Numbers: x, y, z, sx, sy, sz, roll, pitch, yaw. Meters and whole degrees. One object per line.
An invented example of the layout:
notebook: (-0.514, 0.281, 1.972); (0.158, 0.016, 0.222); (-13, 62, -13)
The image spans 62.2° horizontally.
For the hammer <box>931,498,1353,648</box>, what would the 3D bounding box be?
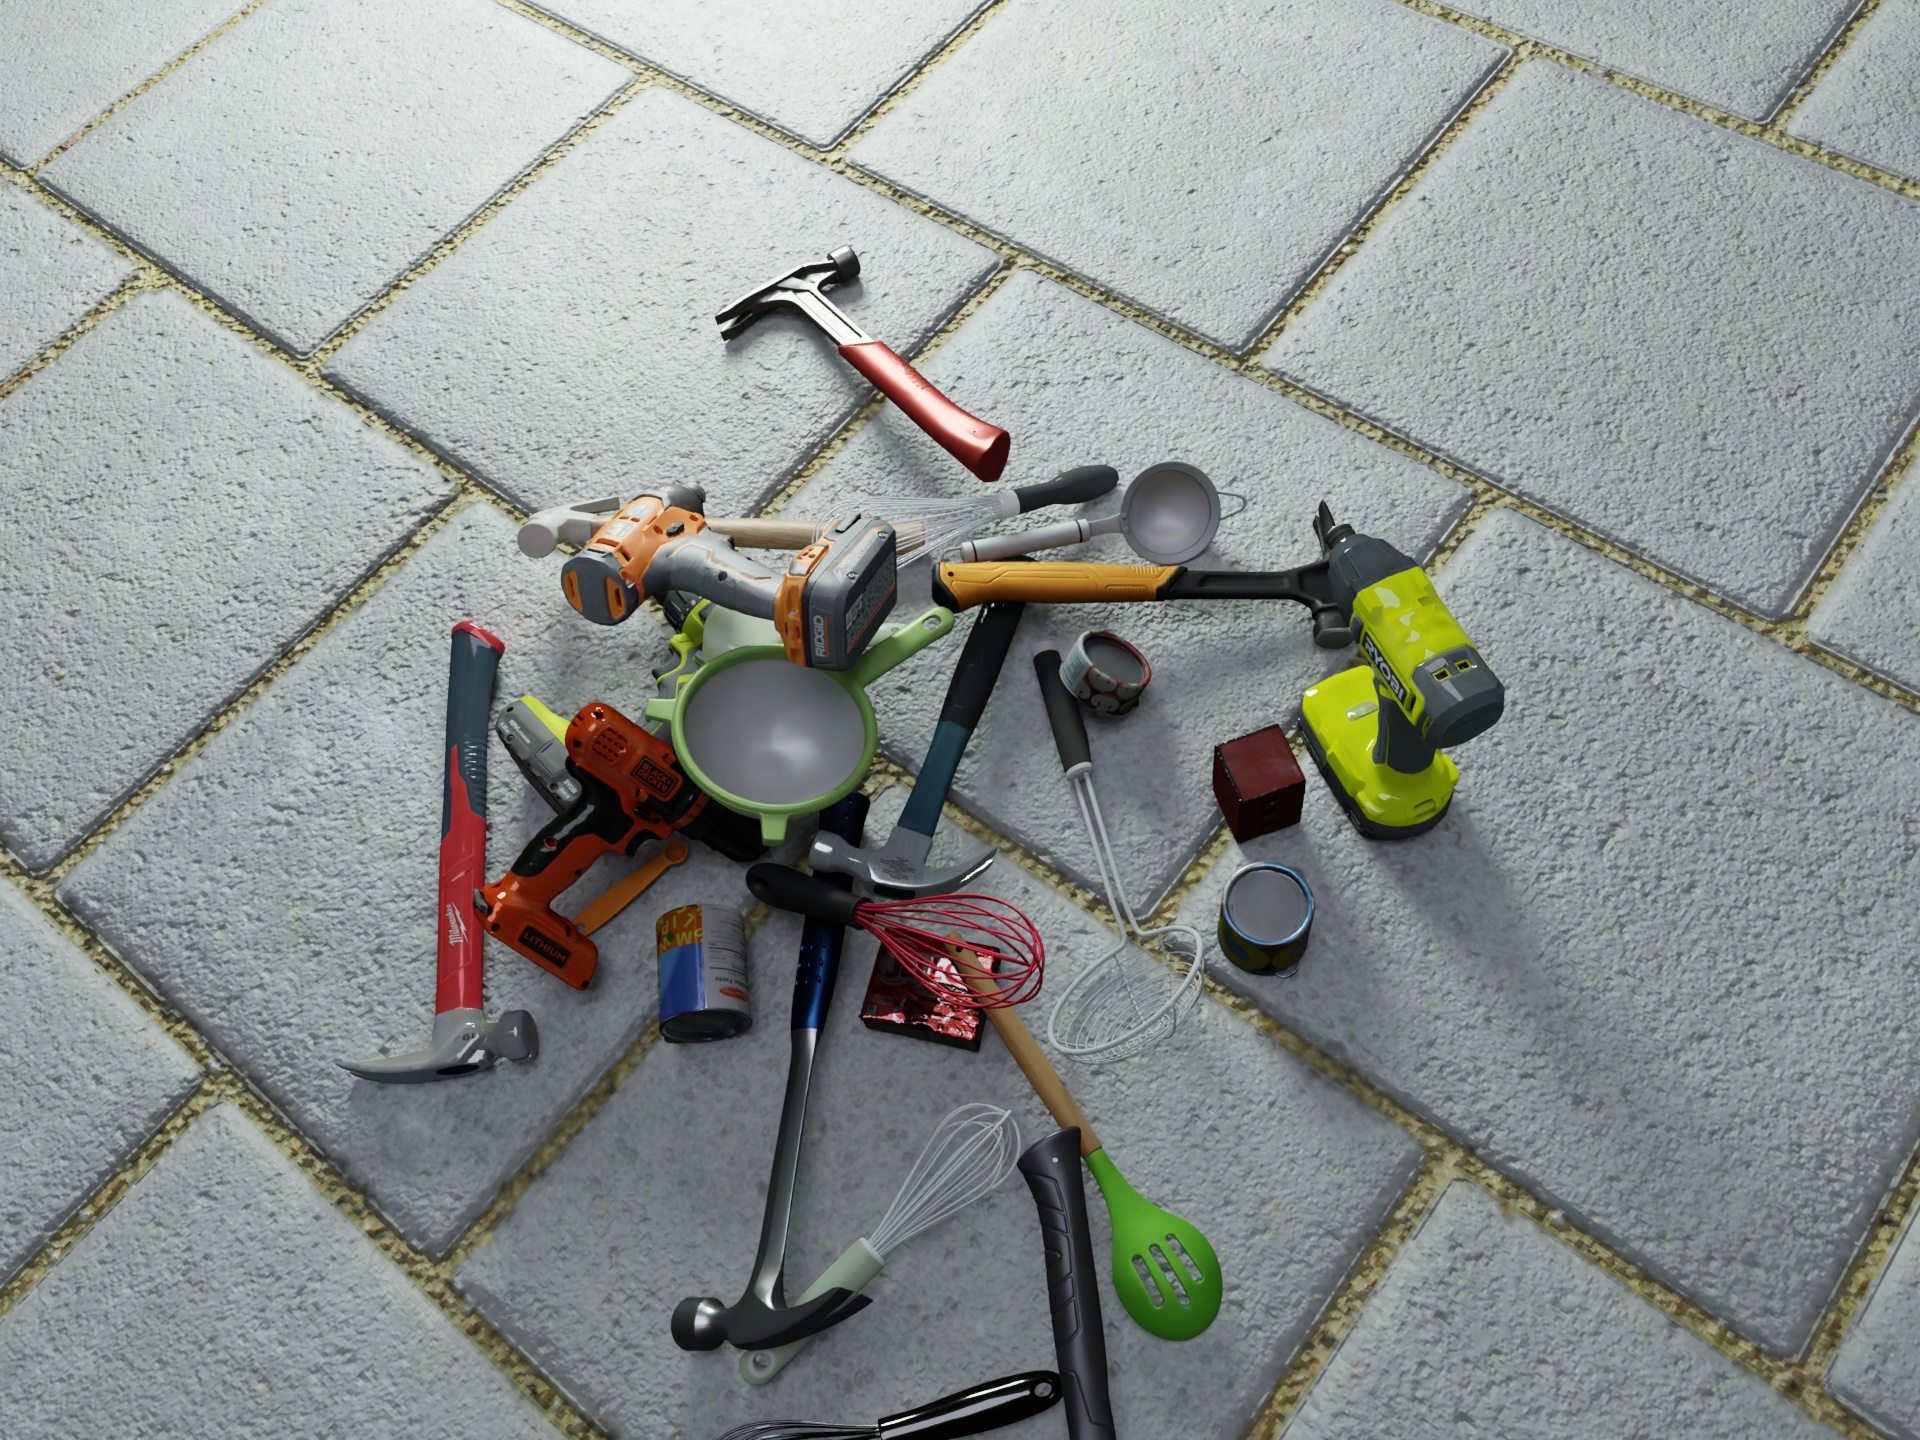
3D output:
hammer: (0.144, -0.117, 1.280); (0.337, 0.034, 0.127); (0, 61, -3)

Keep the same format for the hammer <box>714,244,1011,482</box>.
hammer: (-0.077, -0.308, 1.406); (0.149, 0.036, 0.359); (-33, 51, -12)

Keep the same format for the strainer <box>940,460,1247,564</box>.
strainer: (0.107, -0.160, 1.313); (0.258, 0.086, 0.050); (-12, 15, -10)

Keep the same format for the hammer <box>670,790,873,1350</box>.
hammer: (-0.105, 0.231, 1.124); (0.144, 0.035, 0.406); (-15, 52, 31)

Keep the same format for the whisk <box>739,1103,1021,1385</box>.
whisk: (-0.053, 0.350, 1.067); (0.246, 0.059, 0.058); (-43, 81, -10)

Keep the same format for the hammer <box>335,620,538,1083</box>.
hammer: (-0.408, 0.093, 1.258); (0.143, 0.038, 0.387); (-10, 60, 3)

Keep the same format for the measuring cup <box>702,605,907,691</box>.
measuring cup: (-0.119, -0.071, 1.247); (0.167, 0.038, 0.083); (-7, 54, -10)

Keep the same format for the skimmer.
skimmer: (0.088, 0.080, 1.171); (0.127, 0.090, 0.364); (-30, 55, 24)

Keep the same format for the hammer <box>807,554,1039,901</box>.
hammer: (-0.002, -0.004, 1.240); (0.128, 0.033, 0.331); (20, 57, 2)

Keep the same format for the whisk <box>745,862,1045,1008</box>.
whisk: (-0.054, 0.137, 1.089); (0.296, 0.073, 0.073); (11, 59, 45)

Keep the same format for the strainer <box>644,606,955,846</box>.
strainer: (-0.103, -0.006, 1.211); (0.256, 0.069, 0.151); (-35, 68, -31)

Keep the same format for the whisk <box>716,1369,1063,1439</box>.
whisk: (-0.049, 0.452, 1.011); (0.239, 0.055, 0.055); (-14, 60, -5)

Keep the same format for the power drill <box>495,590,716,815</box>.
power drill: (-0.252, -0.023, 1.282); (0.228, 0.080, 0.191); (-39, 65, -18)

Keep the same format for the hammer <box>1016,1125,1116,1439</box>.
hammer: (0.085, 0.423, 0.989); (0.146, 0.035, 0.335); (-6, 66, -2)

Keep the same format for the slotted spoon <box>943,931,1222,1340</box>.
slotted spoon: (0.074, 0.274, 1.083); (0.070, 0.031, 0.314); (-31, 67, -10)

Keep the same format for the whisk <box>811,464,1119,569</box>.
whisk: (0.009, -0.170, 1.318); (0.284, 0.070, 0.070); (-17, 59, -21)

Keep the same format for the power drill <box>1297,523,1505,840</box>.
power drill: (0.301, -0.024, 1.126); (0.080, 0.223, 0.171); (-23, 61, -6)

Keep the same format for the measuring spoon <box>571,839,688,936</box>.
measuring spoon: (-0.259, 0.134, 1.234); (0.117, 0.011, 0.021); (-39, 63, -10)

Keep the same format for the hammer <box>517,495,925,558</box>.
hammer: (-0.195, -0.160, 1.348); (0.331, 0.031, 0.130); (2, 18, -2)

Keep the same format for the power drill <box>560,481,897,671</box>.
power drill: (-0.166, -0.122, 1.210); (0.226, 0.084, 0.164); (13, 40, 15)
